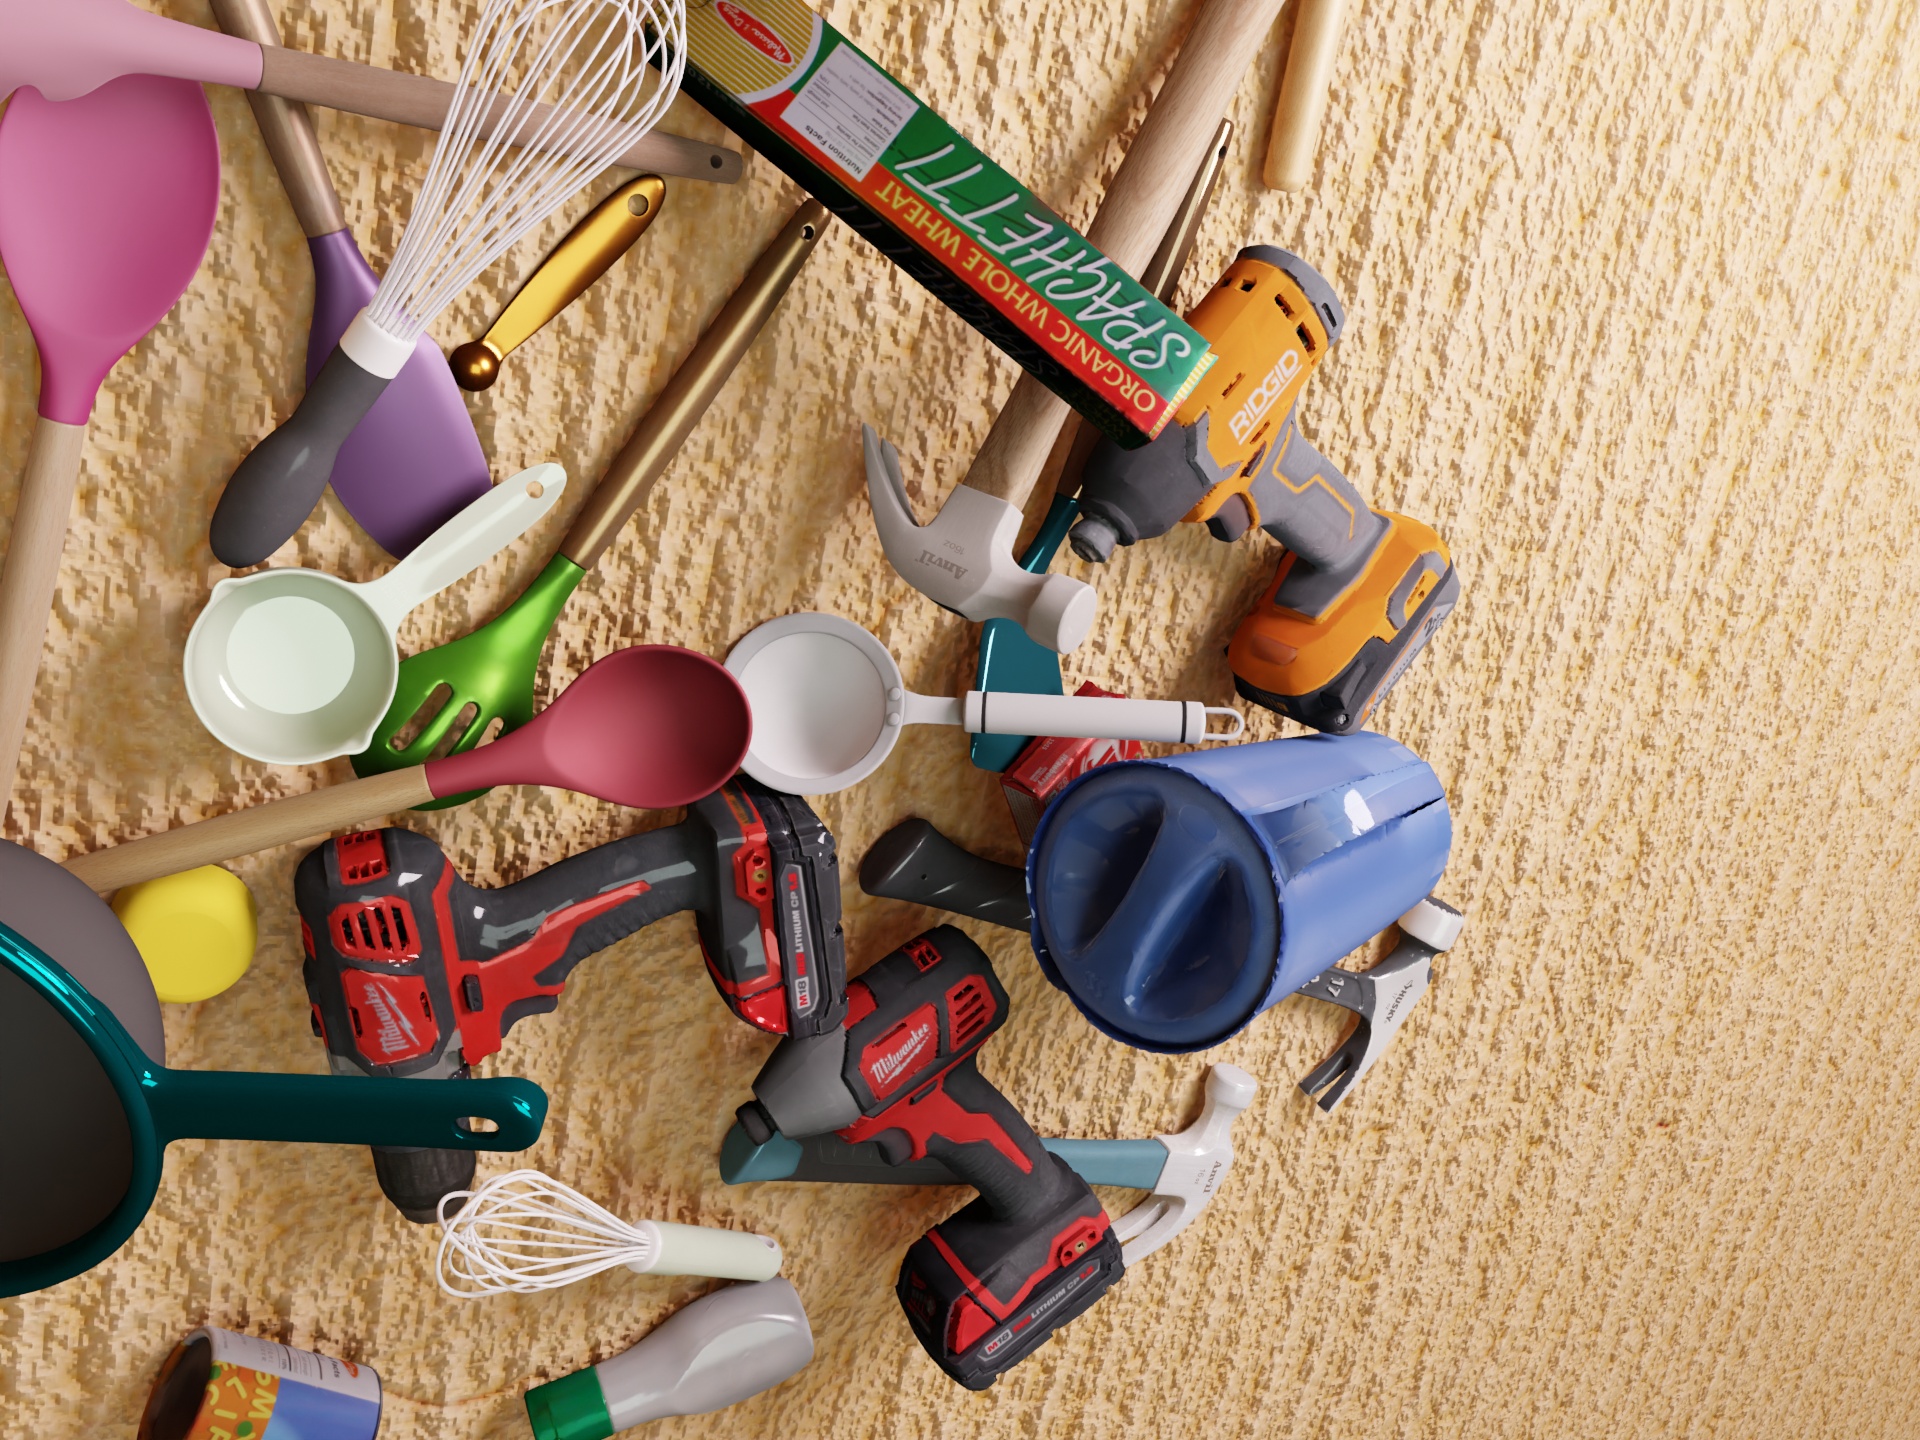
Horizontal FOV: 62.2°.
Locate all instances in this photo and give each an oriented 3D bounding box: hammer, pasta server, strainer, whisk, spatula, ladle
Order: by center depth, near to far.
[{"bbox_3d":[-0.218,-0.222,0.554,0.316,0.040,0.060,-3,111,-39],"label":"pasta server"},{"bbox_3d":[-0.190,-0.160,0.569,0.070,0.070,0.284,30,112,-34],"label":"whisk"},{"bbox_3d":[-0.313,0.108,0.573,0.340,0.095,0.210,3,122,-1],"label":"strainer"},{"bbox_3d":[-0.241,-0.201,0.574,0.060,0.018,0.315,-20,120,-15],"label":"spatula"},{"bbox_3d":[-0.239,0.033,0.639,0.315,0.031,0.069,-15,101,-8],"label":"ladle"},{"bbox_3d":[0.062,-0.198,0.696,0.331,0.130,0.031,-64,154,-4],"label":"hammer"},{"bbox_3d":[0.172,-0.364,0.712,0.051,0.047,0.245,-3,115,-29],"label":"whisk"},{"bbox_3d":[-0.001,-0.002,0.725,0.258,0.050,0.087,3,74,4],"label":"strainer"},{"bbox_3d":[0.071,-0.126,0.755,0.082,0.044,0.317,5,110,-51],"label":"spatula"},{"bbox_3d":[-0.158,0.252,0.760,0.059,0.058,0.246,-61,146,-5],"label":"whisk"},{"bbox_3d":[0.021,0.246,0.899,0.330,0.033,0.128,12,104,-31],"label":"hammer"},{"bbox_3d":[0.118,0.128,0.900,0.408,0.036,0.149,19,102,-32],"label":"hammer"}]

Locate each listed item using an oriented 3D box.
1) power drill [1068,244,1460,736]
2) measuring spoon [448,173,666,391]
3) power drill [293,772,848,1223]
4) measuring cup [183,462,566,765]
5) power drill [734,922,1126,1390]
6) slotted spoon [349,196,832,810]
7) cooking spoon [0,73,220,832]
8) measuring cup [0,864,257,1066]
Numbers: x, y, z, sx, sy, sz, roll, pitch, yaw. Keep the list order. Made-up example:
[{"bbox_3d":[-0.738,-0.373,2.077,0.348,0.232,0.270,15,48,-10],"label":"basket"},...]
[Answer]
[{"bbox_3d":[0.145,-0.091,0.770,0.164,0.084,0.226,-50,131,-10],"label":"power drill"},{"bbox_3d":[-0.159,-0.175,0.633,0.117,0.011,0.021,-46,125,-4],"label":"measuring spoon"},{"bbox_3d":[-0.170,0.123,0.719,0.226,0.080,0.187,-12,116,-21],"label":"power drill"},{"bbox_3d":[-0.228,-0.051,0.633,0.167,0.038,0.083,-40,113,-14],"label":"measuring cup"},{"bbox_3d":[-0.015,0.224,0.809,0.143,0.079,0.219,-33,115,-16],"label":"power drill"},{"bbox_3d":[-0.150,-0.089,0.667,0.070,0.031,0.314,35,90,-30],"label":"slotted spoon"},{"bbox_3d":[-0.331,-0.085,0.576,0.068,0.017,0.319,12,104,-30],"label":"cooking spoon"},{"bbox_3d":[-0.355,0.120,0.643,0.156,0.029,0.062,-40,124,-10],"label":"measuring cup"}]
